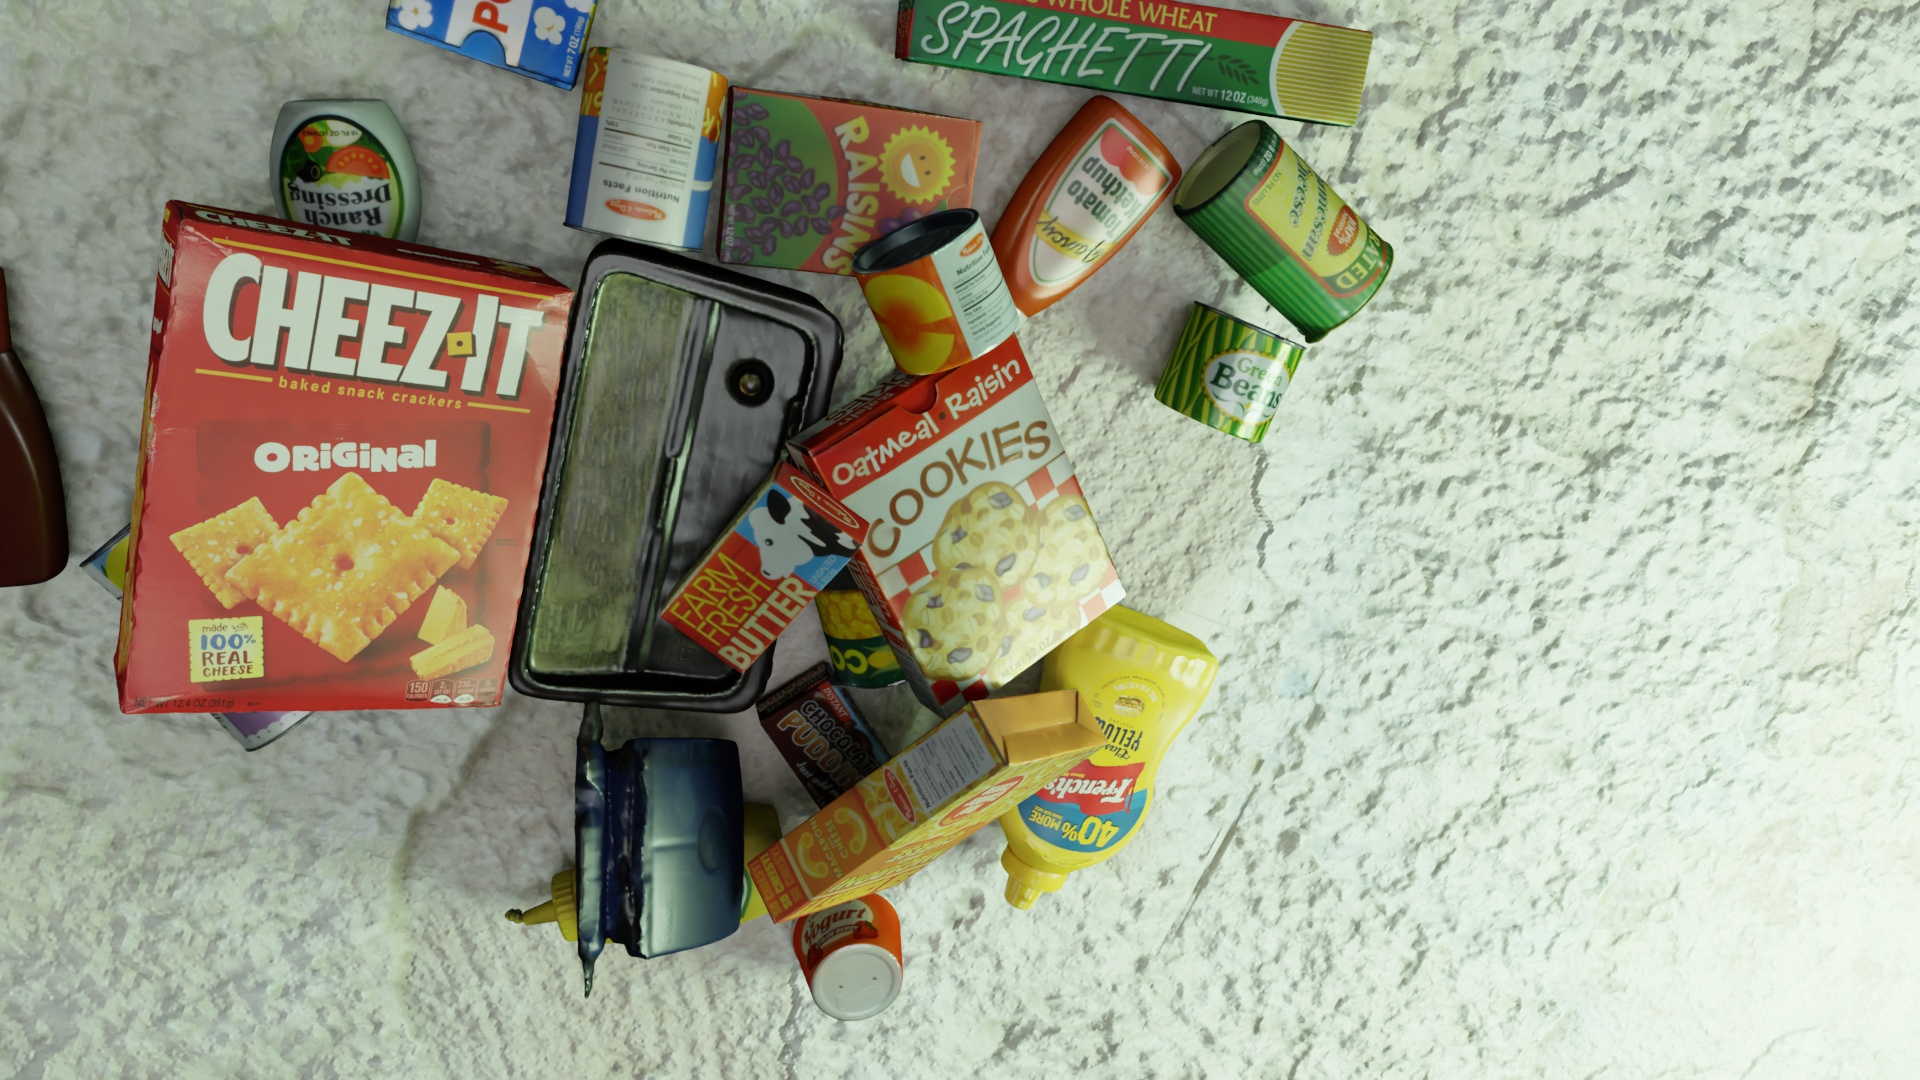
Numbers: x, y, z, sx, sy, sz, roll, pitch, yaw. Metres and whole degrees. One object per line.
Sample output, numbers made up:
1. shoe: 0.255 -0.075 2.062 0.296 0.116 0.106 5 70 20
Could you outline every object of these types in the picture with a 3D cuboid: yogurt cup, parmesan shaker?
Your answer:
1. yogurt cup: -0.065 0.249 0.832 0.072 0.054 0.072 -4 110 -11
2. parmesan shaker: 0.171 -0.164 0.740 0.103 0.071 0.071 37 97 -21

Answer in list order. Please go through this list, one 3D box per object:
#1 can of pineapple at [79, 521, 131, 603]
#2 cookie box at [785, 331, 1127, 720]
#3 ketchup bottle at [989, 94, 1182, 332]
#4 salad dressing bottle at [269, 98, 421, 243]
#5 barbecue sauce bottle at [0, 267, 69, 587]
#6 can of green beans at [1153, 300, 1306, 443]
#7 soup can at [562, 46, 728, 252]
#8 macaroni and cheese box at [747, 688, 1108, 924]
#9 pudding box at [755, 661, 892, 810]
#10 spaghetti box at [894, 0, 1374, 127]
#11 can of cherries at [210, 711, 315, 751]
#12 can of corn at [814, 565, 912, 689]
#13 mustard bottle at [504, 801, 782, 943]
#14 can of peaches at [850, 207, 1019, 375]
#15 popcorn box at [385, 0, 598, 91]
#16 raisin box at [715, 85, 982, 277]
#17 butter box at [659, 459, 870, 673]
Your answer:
1. can of pineapple: -0.376 0.009 0.675 0.071 0.071 0.057 -38 112 2
2. cookie box: 0.003 -0.009 0.711 0.123 0.040 0.167 -34 116 -18
3. ketchup bottle: 0.046 -0.157 0.728 0.064 0.044 0.148 37 97 -28
4. salad dressing bottle: -0.286 -0.133 0.660 0.064 0.044 0.147 -5 110 -12
5. barbecue sauce bottle: -0.460 -0.053 0.647 0.065 0.044 0.148 1 107 -13
6. can of green beans: 0.147 -0.092 0.760 0.071 0.071 0.057 19 103 -18
7. soup can: -0.150 -0.185 0.662 0.071 0.071 0.083 9 101 -15
8. macaroni and cheese box: -0.016 0.141 0.752 0.166 0.124 0.040 -38 70 23
9. pudding box: -0.075 0.117 0.798 0.050 0.030 0.083 -31 112 -2
10. spaghetti box: 0.091 -0.254 0.714 0.250 0.029 0.050 4 106 -14
11. can of cherries: -0.349 0.061 0.699 0.071 0.071 0.058 -34 111 0
12. can of corn: -0.046 0.041 0.760 0.071 0.071 0.058 -16 110 -7
13. mustard bottle: -0.178 0.197 0.791 0.160 0.049 0.065 -14 107 -8
14. can of peaches: -0.013 -0.120 0.674 0.071 0.071 0.058 -26 116 -3
15. popcorn box: -0.202 -0.281 0.633 0.085 0.038 0.126 15 104 -18
16. raisin box: -0.058 -0.178 0.700 0.123 0.040 0.085 4 106 -15
17. butter box: -0.094 0.014 0.663 0.053 0.024 0.103 37 119 -14
